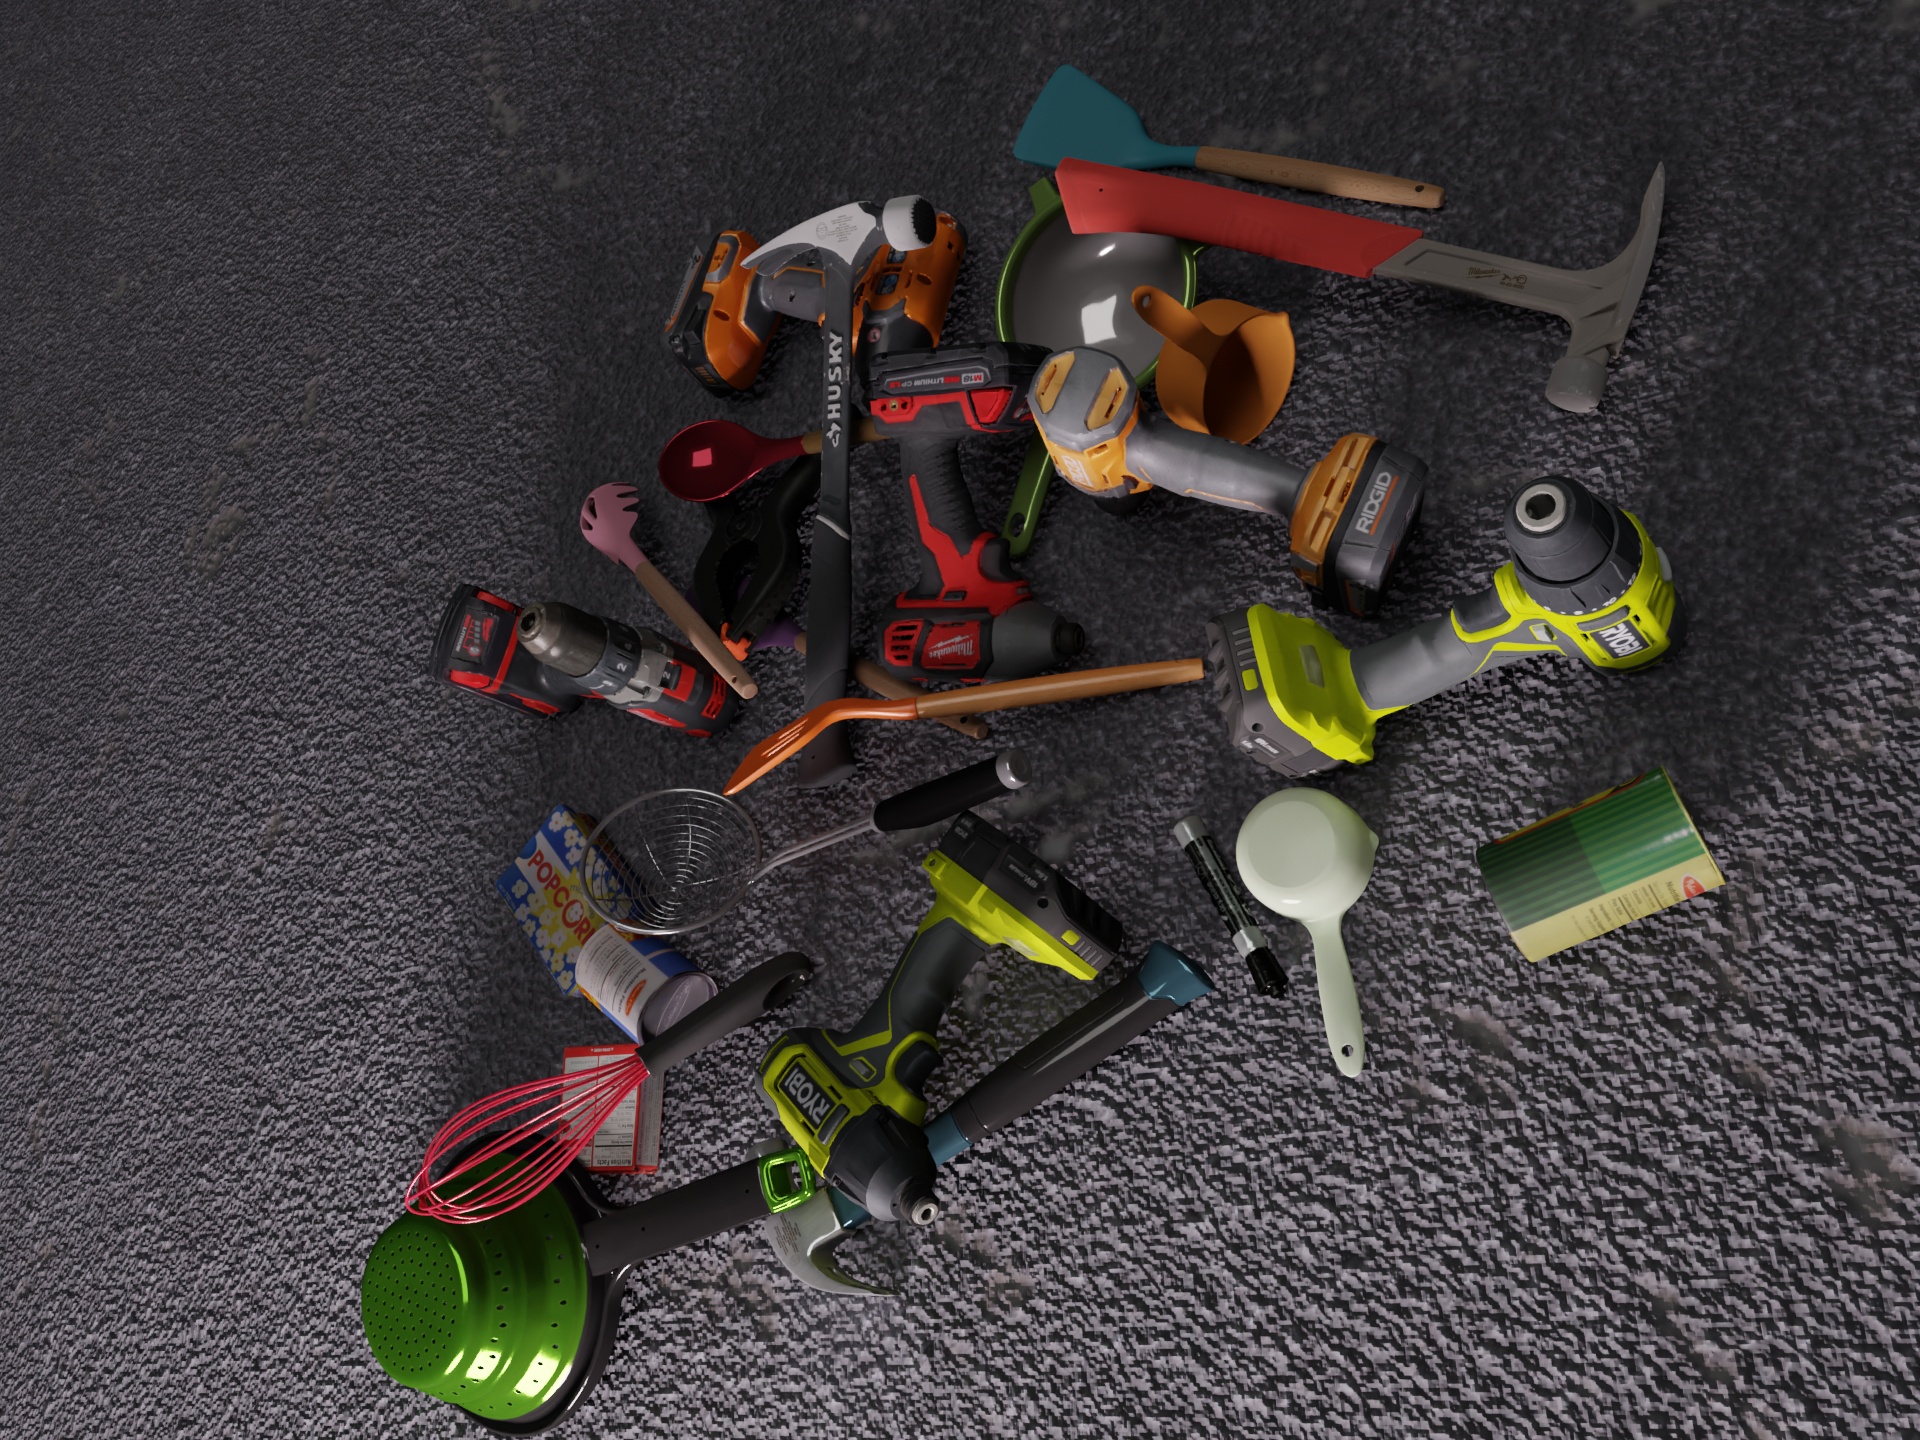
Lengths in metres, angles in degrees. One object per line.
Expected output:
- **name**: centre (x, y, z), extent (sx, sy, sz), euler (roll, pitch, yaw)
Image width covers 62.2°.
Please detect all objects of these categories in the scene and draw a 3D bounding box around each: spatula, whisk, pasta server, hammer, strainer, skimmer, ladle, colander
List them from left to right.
- **colander**: centre (-0.269, 0.352, 1.040), extent (0.397, 0.094, 0.205), euler (-27, 69, 26)
- **whisk**: centre (-0.224, 0.235, 1.040), extent (0.296, 0.073, 0.073), euler (-31, 54, -17)
- **pasta server**: centre (-0.222, -0.101, 1.204), extent (0.317, 0.040, 0.060), euler (44, 117, 43)
- **skimmer**: centre (-0.112, 0.062, 1.039), extent (0.363, 0.090, 0.127), euler (-22, 35, 41)
- **spatula**: centre (-0.100, -0.047, 1.156), extent (0.316, 0.018, 0.060), euler (26, 84, 37)
- **hammer**: centre (-0.094, -0.156, 1.118), extent (0.149, 0.036, 0.409), euler (2, 89, 31)
- **ladle**: centre (-0.091, -0.207, 1.154), extent (0.315, 0.031, 0.069), euler (-6, 72, 31)
- **spatula**: centre (-0.002, -0.003, 1.036), extent (0.322, 0.081, 0.041), euler (-8, 111, 12)
- **hammer**: centre (0.012, 0.238, 0.974), extent (0.331, 0.033, 0.128), euler (-38, 56, 14)
- **strainer**: centre (0.087, -0.233, 1.093), extent (0.152, 0.069, 0.256), euler (25, 104, 30)
- **spatula**: centre (0.182, -0.389, 1.094), extent (0.318, 0.044, 0.082), euler (24, 82, 34)
- **hammer**: centre (0.231, -0.301, 0.972), extent (0.359, 0.036, 0.149), euler (18, 84, 16)

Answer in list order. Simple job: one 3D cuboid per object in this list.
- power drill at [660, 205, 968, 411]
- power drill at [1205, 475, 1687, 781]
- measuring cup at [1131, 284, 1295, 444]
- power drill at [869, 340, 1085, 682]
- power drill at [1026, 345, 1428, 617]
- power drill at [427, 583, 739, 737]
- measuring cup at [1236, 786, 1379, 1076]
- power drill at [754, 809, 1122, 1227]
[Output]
- **power drill**: centre (-0.114, -0.305, 1.217), extent (0.226, 0.084, 0.164), euler (3, 68, 29)
- **power drill**: centre (0.252, -0.049, 0.841), extent (0.228, 0.190, 0.080), euler (-22, 65, 28)
- **measuring cup**: centre (0.140, -0.234, 0.985), extent (0.052, 0.173, 0.095), euler (34, 99, 41)
- **power drill**: centre (0.012, -0.133, 1.048), extent (0.143, 0.078, 0.219), euler (2, 99, 30)
- **power drill**: centre (0.158, -0.139, 0.963), extent (0.226, 0.185, 0.084), euler (24, 85, 16)
- **power drill**: centre (-0.298, -0.048, 1.179), extent (0.227, 0.187, 0.080), euler (9, 78, 38)
- **measuring cup**: centre (0.201, 0.116, 0.898), extent (0.083, 0.038, 0.168), euler (-19, 61, 25)
- **power drill**: centre (-0.012, 0.179, 0.950), extent (0.223, 0.080, 0.171), euler (-53, 37, -4)
